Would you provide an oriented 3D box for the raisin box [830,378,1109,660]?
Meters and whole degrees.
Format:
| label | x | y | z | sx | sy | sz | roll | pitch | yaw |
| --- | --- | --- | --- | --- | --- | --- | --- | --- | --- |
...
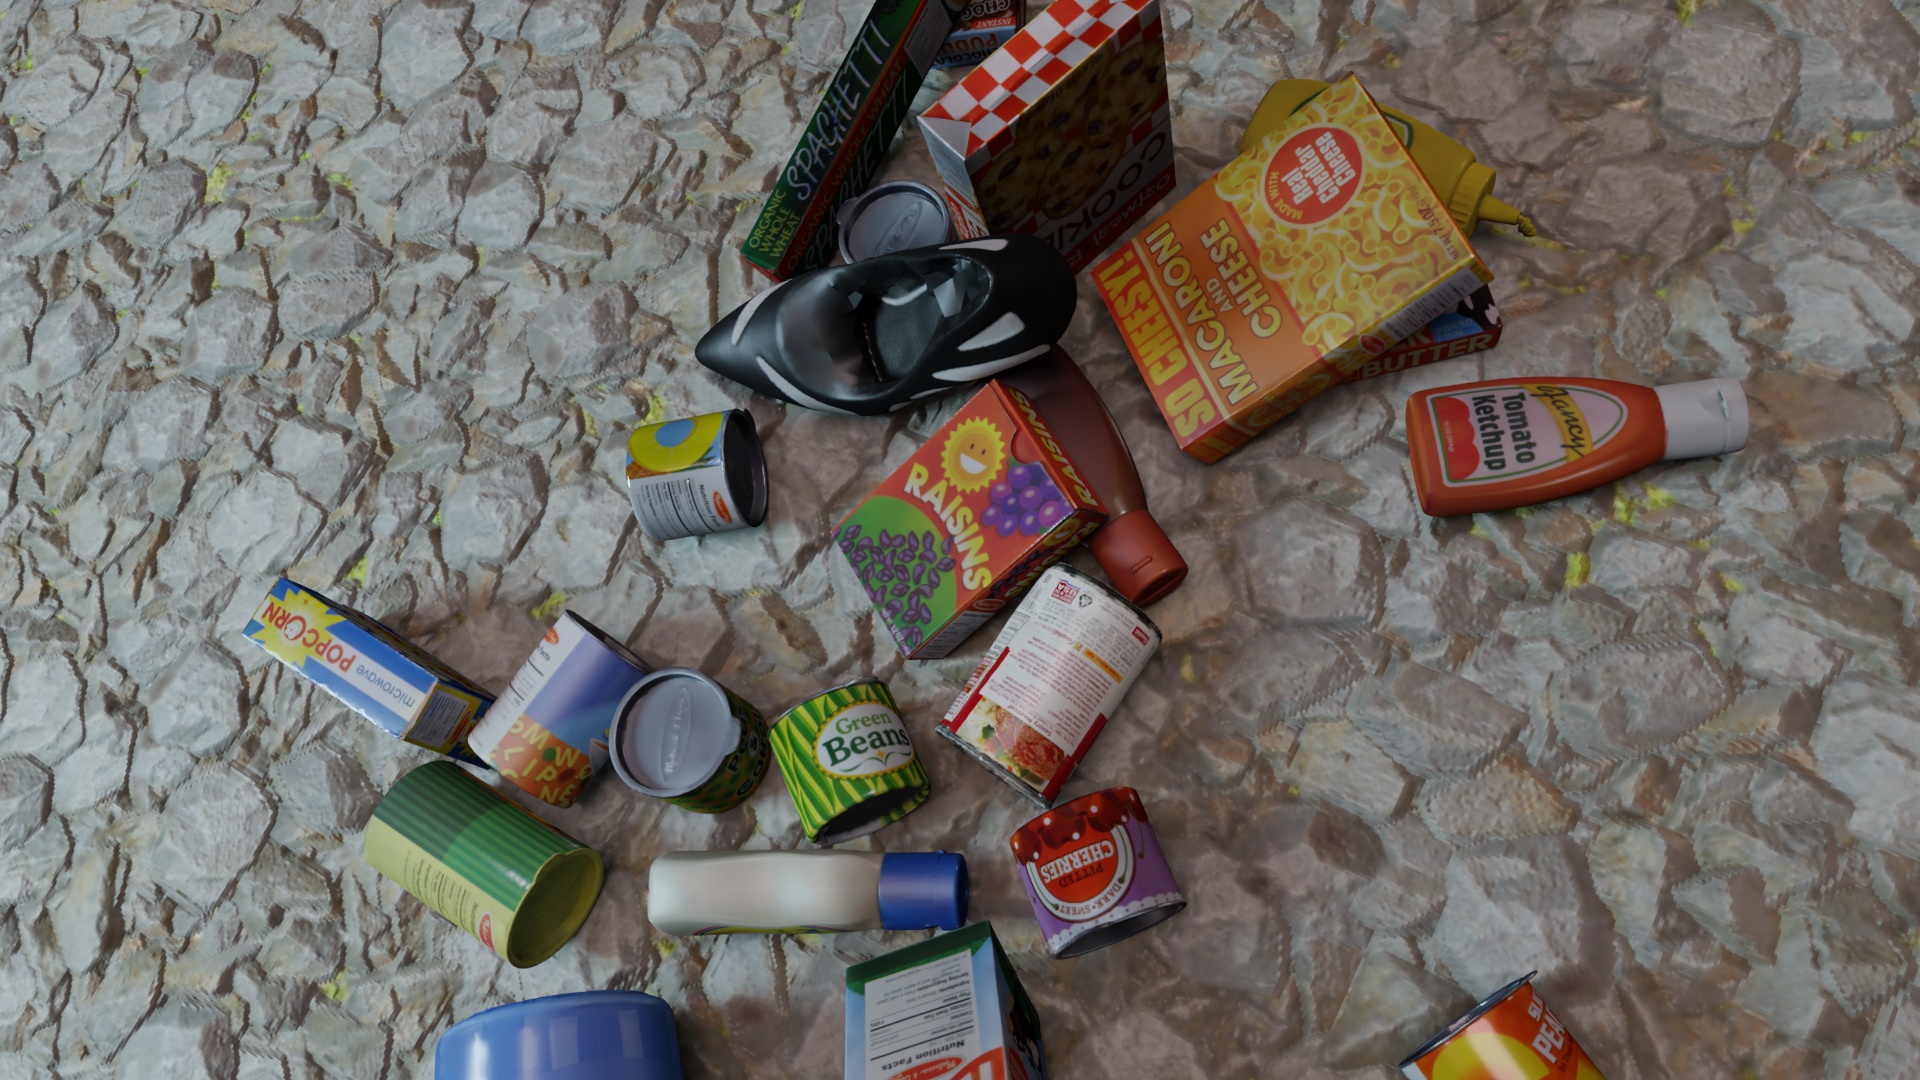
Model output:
| label | x | y | z | sx | sy | sz | roll | pitch | yaw |
| --- | --- | --- | --- | --- | --- | --- | --- | --- | --- |
| raisin box | 0.003 | -0.009 | 0.709 | 0.123 | 0.040 | 0.086 | -41 | 64 | 21 |

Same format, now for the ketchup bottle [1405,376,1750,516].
| label | x | y | z | sx | sy | sz | roll | pitch | yaw |
| --- | --- | --- | --- | --- | --- | --- | --- | --- | --- |
| ketchup bottle | 0.297 | -0.051 | 0.674 | 0.149 | 0.043 | 0.065 | -7 | 68 | 11 |

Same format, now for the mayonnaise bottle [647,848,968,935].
| label | x | y | z | sx | sy | sz | roll | pitch | yaw |
| --- | --- | --- | --- | --- | --- | --- | --- | --- | --- |
| mayonnaise bottle | -0.072 | 0.171 | 0.673 | 0.148 | 0.064 | 0.041 | -2 | 73 | 9 |

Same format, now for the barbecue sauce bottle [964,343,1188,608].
| label | x | y | z | sx | sy | sz | roll | pitch | yaw |
| --- | --- | --- | --- | --- | --- | --- | --- | --- | --- |
| barbecue sauce bottle | 0.063 | -0.033 | 0.725 | 0.065 | 0.043 | 0.149 | -35 | 66 | 6 |

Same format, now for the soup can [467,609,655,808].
| label | x | y | z | sx | sy | sz | roll | pitch | yaw |
| --- | --- | --- | --- | --- | --- | --- | --- | --- | --- |
| soup can | -0.205 | 0.091 | 0.734 | 0.071 | 0.071 | 0.084 | 33 | 81 | 22 |

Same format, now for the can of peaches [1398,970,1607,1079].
| label | x | y | z | sx | sy | sz | roll | pitch | yaw |
| --- | --- | --- | --- | --- | --- | --- | --- | --- | --- |
| can of peaches | 0.228 | 0.222 | 0.574 | 0.071 | 0.071 | 0.058 | -35 | 66 | 0 |

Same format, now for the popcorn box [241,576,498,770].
| label | x | y | z | sx | sy | sz | roll | pitch | yaw |
| --- | --- | --- | --- | --- | --- | --- | --- | --- | --- |
| popcorn box | -0.312 | 0.073 | 0.755 | 0.127 | 0.085 | 0.038 | 26 | 79 | 21 |

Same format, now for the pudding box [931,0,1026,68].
| label | x | y | z | sx | sy | sz | roll | pitch | yaw |
| --- | --- | --- | --- | --- | --- | --- | --- | --- | --- |
| pudding box | -0.003 | -0.321 | 0.858 | 0.084 | 0.030 | 0.050 | -2 | 71 | 13 |

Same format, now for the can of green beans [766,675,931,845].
| label | x | y | z | sx | sy | sz | roll | pitch | yaw |
| --- | --- | --- | --- | --- | --- | --- | --- | --- | --- |
| can of green beans | -0.055 | 0.110 | 0.687 | 0.071 | 0.071 | 0.058 | -28 | 66 | 3 |

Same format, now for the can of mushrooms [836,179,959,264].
| label | x | y | z | sx | sy | sz | roll | pitch | yaw |
| --- | --- | --- | --- | --- | --- | --- | --- | --- | --- |
| can of mushrooms | -0.037 | -0.174 | 0.809 | 0.071 | 0.033 | 0.071 | -5 | 70 | 13 |

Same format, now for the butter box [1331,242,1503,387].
| label | x | y | z | sx | sy | sz | roll | pitch | yaw |
| --- | --- | --- | --- | --- | --- | --- | --- | --- | --- |
| butter box | 0.223 | -0.116 | 0.727 | 0.103 | 0.024 | 0.053 | -14 | 67 | 8 |

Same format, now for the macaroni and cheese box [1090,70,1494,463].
| label | x | y | z | sx | sy | sz | roll | pitch | yaw |
| --- | --- | --- | --- | --- | --- | --- | --- | --- | --- |
| macaroni and cheese box | 0.163 | -0.135 | 0.708 | 0.166 | 0.040 | 0.124 | -35 | 62 | 25 |

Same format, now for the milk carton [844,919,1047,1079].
| label | x | y | z | sx | sy | sz | roll | pitch | yaw |
| --- | --- | --- | --- | --- | --- | --- | --- | --- | --- |
| milk carton | -0.002 | 0.255 | 0.562 | 0.073 | 0.072 | 0.191 | -20 | 27 | 6 |

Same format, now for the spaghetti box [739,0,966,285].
| label | x | y | z | sx | sy | sz | roll | pitch | yaw |
| --- | --- | --- | --- | --- | --- | --- | --- | --- | --- |
| spaghetti box | -0.052 | -0.260 | 0.813 | 0.029 | 0.050 | 0.250 | 28 | 89 | 18 |

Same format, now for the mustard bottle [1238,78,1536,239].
| label | x | y | z | sx | sy | sz | roll | pitch | yaw |
| --- | --- | --- | --- | --- | --- | --- | --- | --- | --- |
| mustard bottle | 0.231 | -0.196 | 0.742 | 0.160 | 0.048 | 0.065 | 26 | 83 | 21 |

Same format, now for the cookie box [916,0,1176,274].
| label | x | y | z | sx | sy | sz | roll | pitch | yaw |
| --- | --- | --- | --- | --- | --- | --- | --- | --- | --- |
| cookie box | 0.052 | -0.201 | 0.725 | 0.123 | 0.167 | 0.040 | -42 | 69 | -4 |

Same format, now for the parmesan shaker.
| label | x | y | z | sx | sy | sz | roll | pitch | yaw |
| --- | --- | --- | --- | --- | --- | --- | --- | --- | --- |
| parmesan shaker | -0.245 | 0.162 | 0.713 | 0.103 | 0.071 | 0.071 | 25 | 78 | 22 |

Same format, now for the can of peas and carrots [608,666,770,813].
| label | x | y | z | sx | sy | sz | roll | pitch | yaw |
| --- | --- | --- | --- | --- | --- | --- | --- | --- | --- |
| can of peas and carrots | -0.135 | 0.104 | 0.714 | 0.071 | 0.058 | 0.071 | -4 | 69 | 12 |

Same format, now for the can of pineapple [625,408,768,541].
| label | x | y | z | sx | sy | sz | roll | pitch | yaw |
| --- | --- | --- | --- | --- | --- | --- | --- | --- | --- |
| can of pineapple | -0.144 | -0.037 | 0.767 | 0.058 | 0.071 | 0.071 | -9 | 68 | 11 |

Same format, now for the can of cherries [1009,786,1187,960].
| label | x | y | z | sx | sy | sz | roll | pitch | yaw |
| --- | --- | --- | --- | --- | --- | --- | --- | --- | --- |
| can of cherries | 0.062 | 0.153 | 0.640 | 0.071 | 0.071 | 0.058 | -24 | 66 | 5 |
